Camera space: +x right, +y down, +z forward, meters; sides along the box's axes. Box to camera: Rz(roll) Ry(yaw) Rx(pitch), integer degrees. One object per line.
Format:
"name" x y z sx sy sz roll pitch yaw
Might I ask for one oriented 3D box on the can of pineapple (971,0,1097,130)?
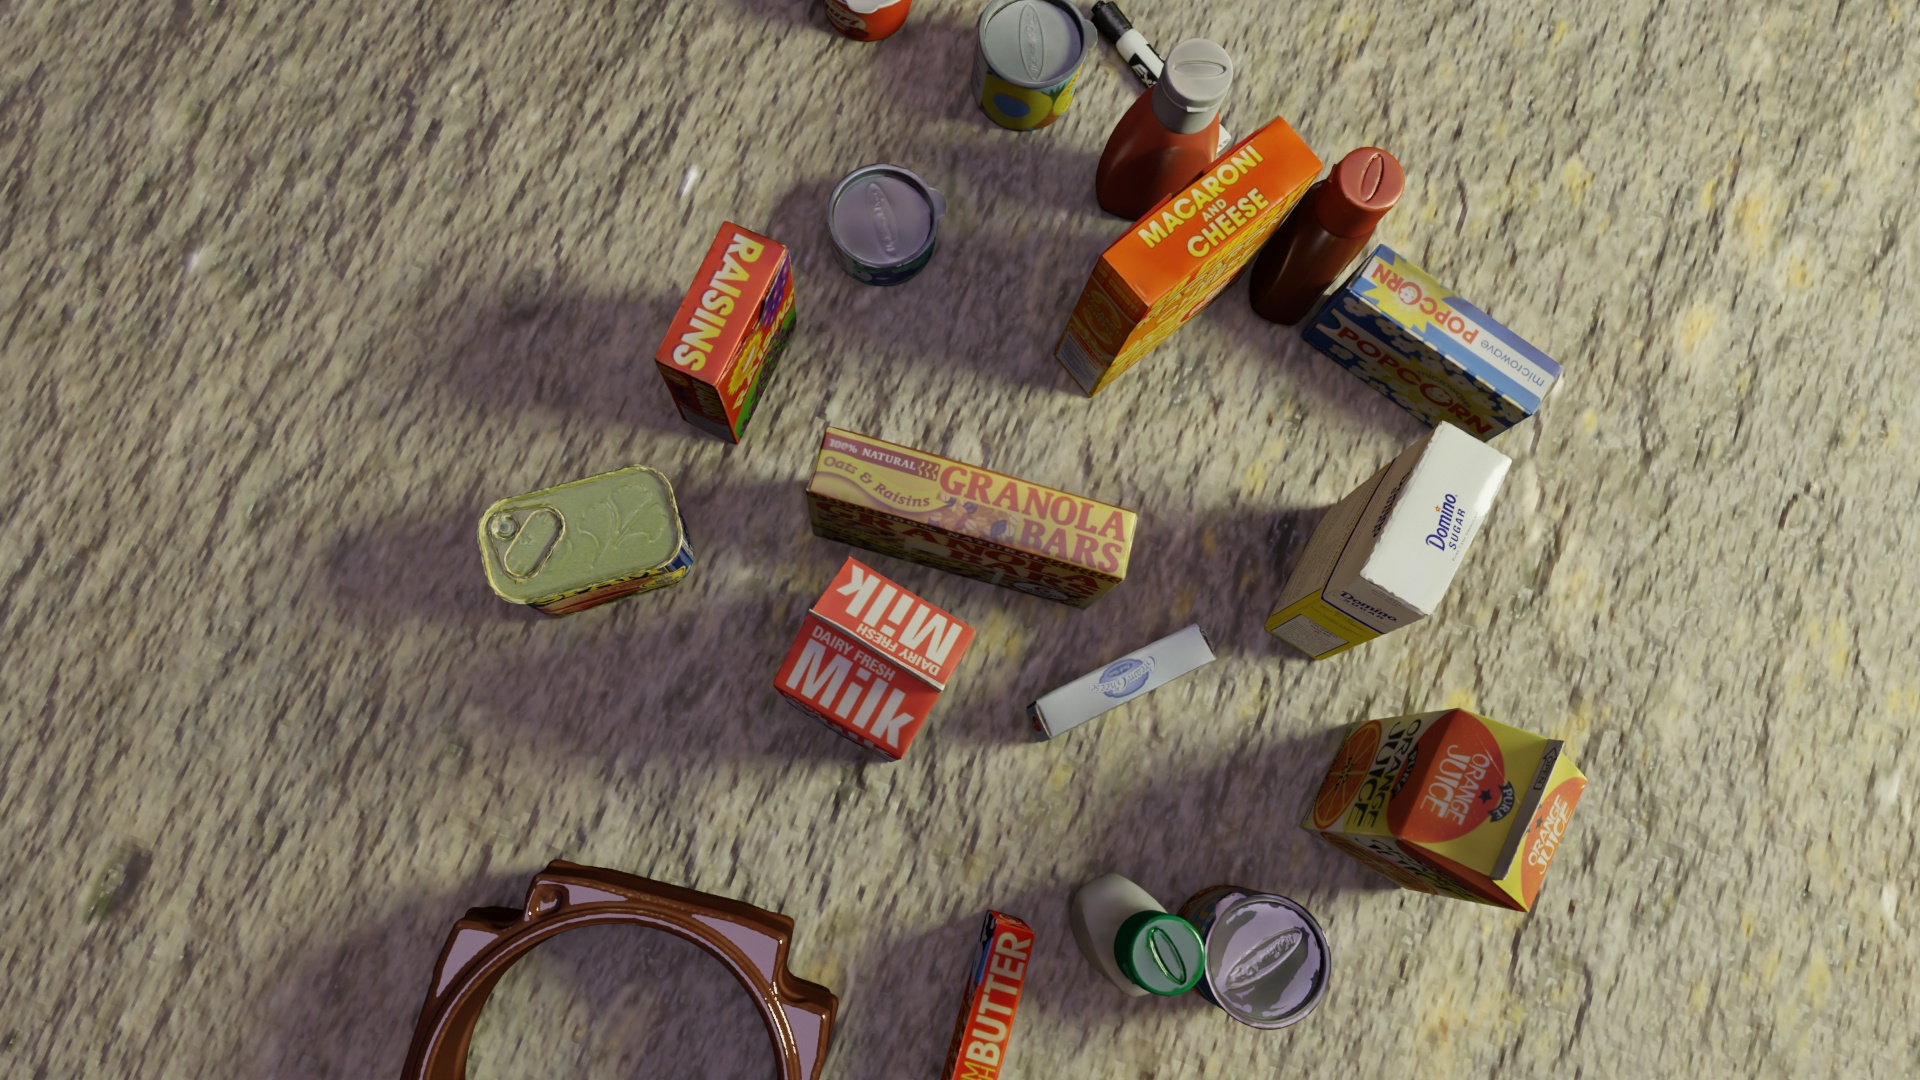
"can of pineapple" 0.043 -0.291 0.844 0.071 0.057 0.071 1 79 -4

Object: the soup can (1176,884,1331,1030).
"soup can" 0.151 0.217 0.742 0.071 0.083 0.071 1 80 -4

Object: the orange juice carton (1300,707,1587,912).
"orange juice carton" 0.248 0.136 0.709 0.073 0.192 0.072 30 79 1

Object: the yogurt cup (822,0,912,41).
"yogurt cup" -0.057 -0.343 0.848 0.072 0.054 0.072 1 79 -4

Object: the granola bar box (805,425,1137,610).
"granola bar box" 0.003 -0.009 0.753 0.166 0.124 0.039 16 79 -1

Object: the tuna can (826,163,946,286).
"tuna can" -0.044 -0.189 0.830 0.071 0.032 0.071 1 79 -4

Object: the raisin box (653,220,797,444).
"raisin box" -0.126 -0.110 0.763 0.040 0.123 0.086 25 79 1

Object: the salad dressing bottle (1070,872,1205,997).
"salad dressing bottle" 0.090 0.204 0.707 0.044 0.147 0.064 -27 83 -8

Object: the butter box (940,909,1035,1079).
"butter box" 0.013 0.253 0.740 0.024 0.053 0.103 17 79 -1

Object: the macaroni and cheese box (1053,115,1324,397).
"macaroni and cheese box" 0.119 -0.151 0.767 0.124 0.166 0.040 -39 85 -10

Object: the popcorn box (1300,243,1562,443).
"popcorn box" 0.272 -0.110 0.813 0.127 0.085 0.038 35 79 3

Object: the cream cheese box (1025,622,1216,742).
"cream cheese box" 0.088 0.080 0.779 0.104 0.053 0.024 -25 82 -8

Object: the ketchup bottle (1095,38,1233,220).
"ketchup bottle" 0.119 -0.231 0.792 0.065 0.148 0.043 0 80 -4

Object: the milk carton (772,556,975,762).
"milk carton" -0.044 0.063 0.702 0.072 0.190 0.073 30 79 2

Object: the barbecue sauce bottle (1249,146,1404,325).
"barbecue sauce bottle" 0.206 -0.174 0.787 0.044 0.148 0.065 21 79 0
